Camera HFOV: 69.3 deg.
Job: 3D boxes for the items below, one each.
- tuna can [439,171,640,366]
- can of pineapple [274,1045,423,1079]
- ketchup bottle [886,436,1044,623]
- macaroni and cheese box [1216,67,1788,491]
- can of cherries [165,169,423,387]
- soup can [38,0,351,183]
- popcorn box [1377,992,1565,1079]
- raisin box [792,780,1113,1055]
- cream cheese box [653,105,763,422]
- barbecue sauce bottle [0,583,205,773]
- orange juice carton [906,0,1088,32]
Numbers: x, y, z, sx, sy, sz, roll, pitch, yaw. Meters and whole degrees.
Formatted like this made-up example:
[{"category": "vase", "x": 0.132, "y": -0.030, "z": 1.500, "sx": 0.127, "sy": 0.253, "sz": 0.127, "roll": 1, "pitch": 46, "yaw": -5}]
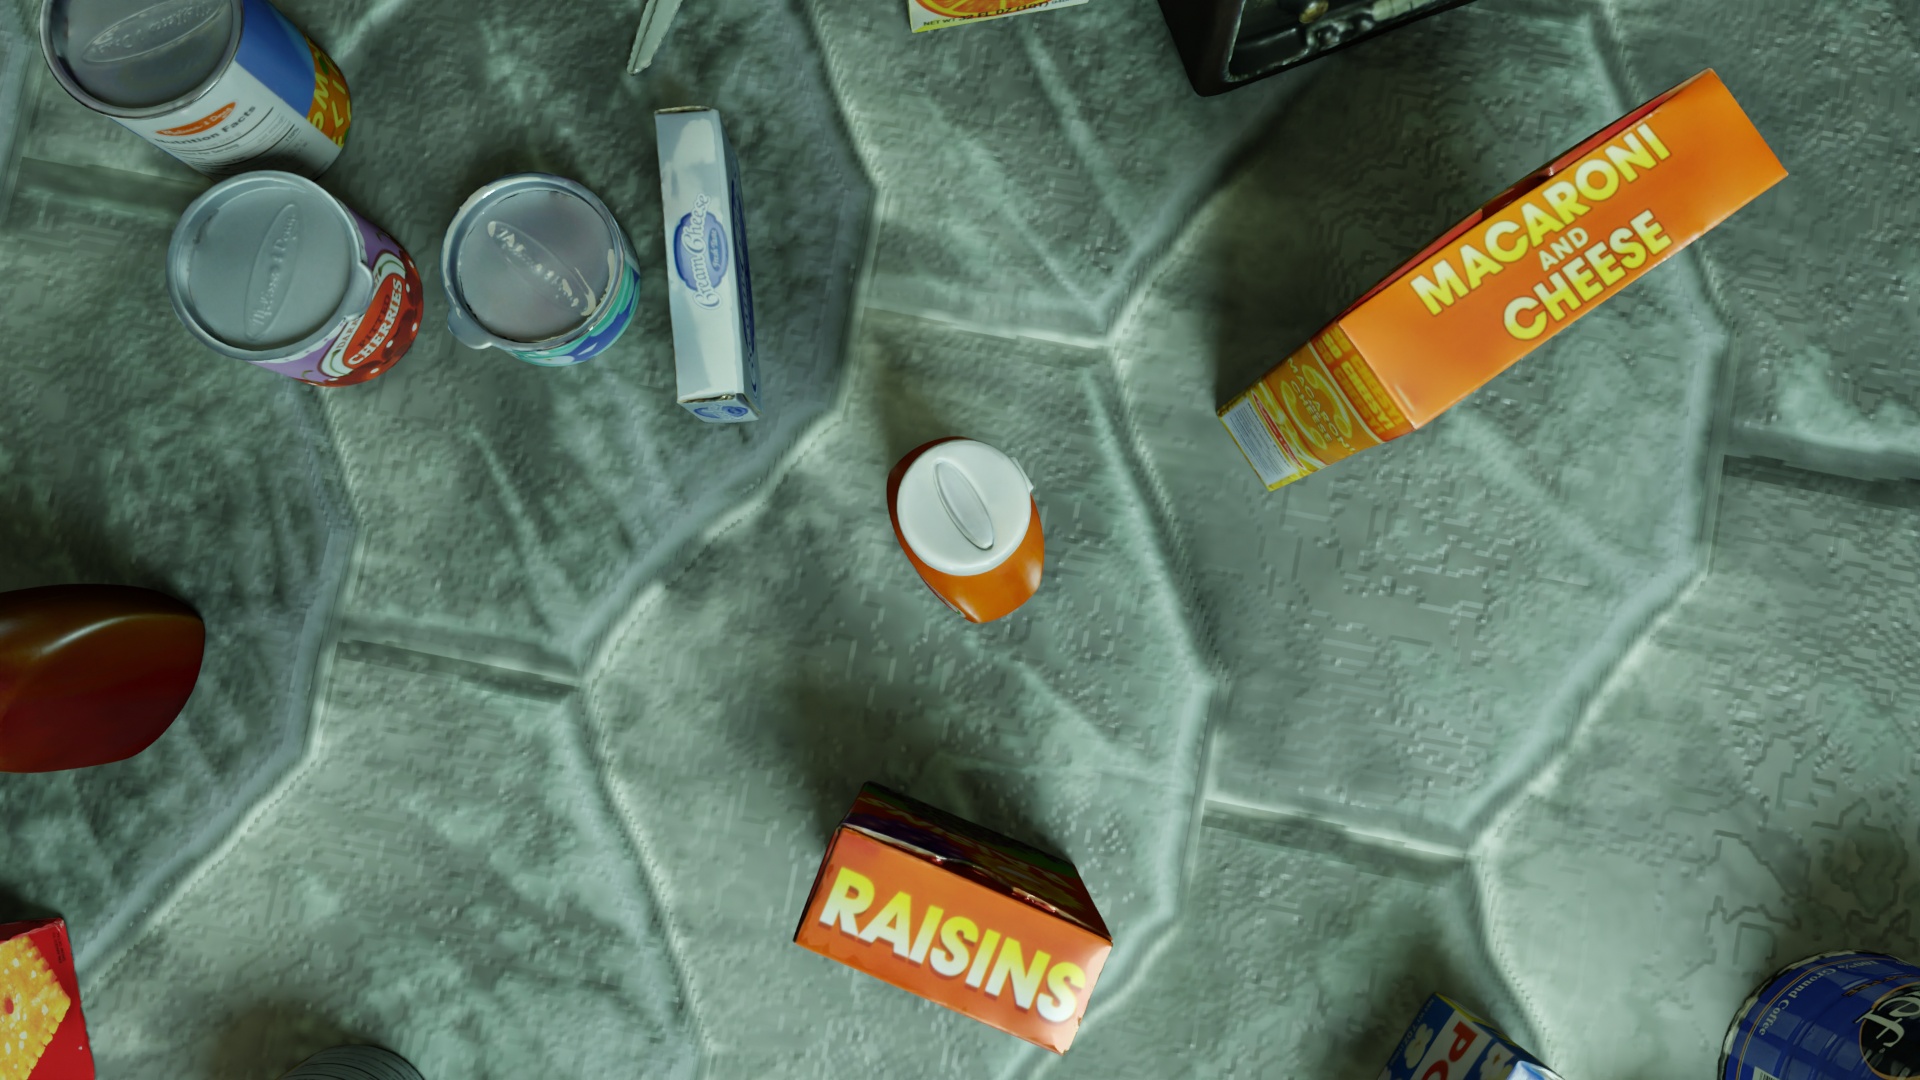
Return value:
[{"category": "tuna can", "x": -0.154, "y": -0.096, "z": 0.510, "sx": 0.071, "sy": 0.033, "sz": 0.071, "roll": 0, "pitch": 86, "yaw": 0}, {"category": "can of pineapple", "x": -0.220, "y": 0.215, "z": 0.473, "sx": 0.071, "sy": 0.058, "sz": 0.071, "roll": 0, "pitch": 86, "yaw": 0}, {"category": "ketchup bottle", "x": 0.002, "y": -0.006, "z": 0.445, "sx": 0.043, "sy": 0.148, "sz": 0.065, "roll": -31, "pitch": 87, "yaw": -2}, {"category": "macaroni and cheese box", "x": 0.155, "y": -0.072, "z": 0.442, "sx": 0.124, "sy": 0.166, "sz": 0.040, "roll": -34, "pitch": 87, "yaw": -2}, {"category": "can of cherries", "x": -0.233, "y": -0.090, "z": 0.496, "sx": 0.071, "sy": 0.058, "sz": 0.071, "roll": 0, "pitch": 86, "yaw": 0}, {"category": "soup can", "x": -0.266, "y": -0.168, "z": 0.490, "sx": 0.071, "sy": 0.083, "sz": 0.071, "roll": 0, "pitch": 86, "yaw": 0}, {"category": "popcorn box", "x": 0.153, "y": 0.222, "z": 0.459, "sx": 0.038, "sy": 0.085, "sz": 0.127, "roll": 33, "pitch": 86, "yaw": 2}, {"category": "raisin box", "x": -0.002, "y": 0.116, "z": 0.448, "sx": 0.086, "sy": 0.123, "sz": 0.040, "roll": 23, "pitch": 86, "yaw": 2}, {"category": "cream cheese box", "x": -0.090, "y": -0.096, "z": 0.500, "sx": 0.024, "sy": 0.053, "sz": 0.104, "roll": -6, "pitch": 86, "yaw": 0}, {"category": "barbecue sauce bottle", "x": -0.303, "y": 0.044, "z": 0.440, "sx": 0.044, "sy": 0.148, "sz": 0.065, "roll": 26, "pitch": 87, "yaw": 2}, {"category": "orange juice carton", "x": 0.009, "y": -0.241, "z": 0.441, "sx": 0.072, "sy": 0.192, "sz": 0.073, "roll": -10, "pitch": 86, "yaw": -1}]
